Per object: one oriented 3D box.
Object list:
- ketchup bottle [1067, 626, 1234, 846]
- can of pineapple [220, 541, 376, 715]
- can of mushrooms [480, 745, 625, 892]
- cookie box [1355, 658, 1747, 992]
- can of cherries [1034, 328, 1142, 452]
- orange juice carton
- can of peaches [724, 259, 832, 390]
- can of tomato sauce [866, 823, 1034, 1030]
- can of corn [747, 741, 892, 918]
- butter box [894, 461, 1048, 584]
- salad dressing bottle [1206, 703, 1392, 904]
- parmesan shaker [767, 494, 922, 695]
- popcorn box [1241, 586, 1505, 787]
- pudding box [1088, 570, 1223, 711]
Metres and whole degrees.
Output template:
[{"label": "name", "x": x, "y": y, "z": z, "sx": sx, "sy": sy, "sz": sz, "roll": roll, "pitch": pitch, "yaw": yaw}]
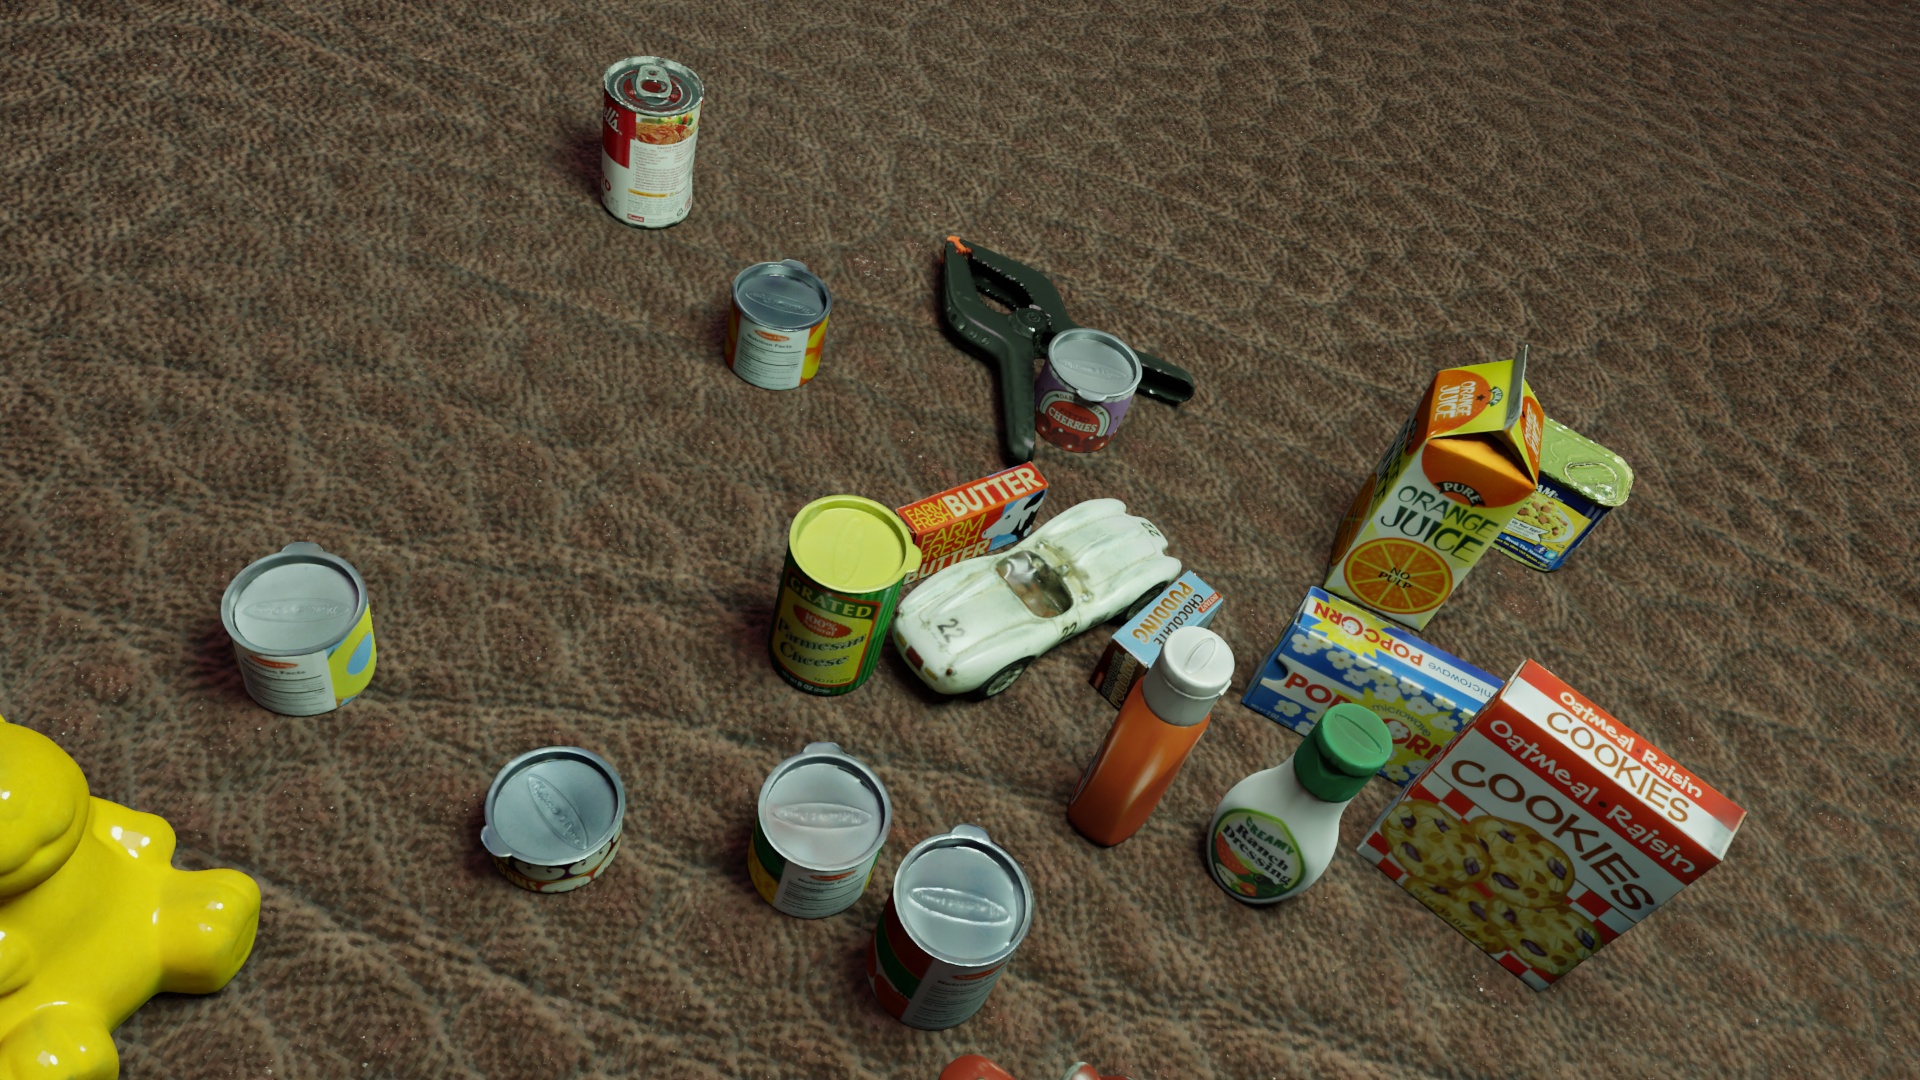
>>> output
[{"label": "ketchup bottle", "x": 0.102, "y": 0.102, "z": 0.732, "sx": 0.043, "sy": 0.148, "sz": 0.065, "roll": 35, "pitch": 50, "yaw": 14}, {"label": "can of pineapple", "x": -0.336, "y": 0.046, "z": 0.711, "sx": 0.071, "sy": 0.057, "sz": 0.071, "roll": 8, "pitch": 49, "yaw": -10}, {"label": "can of mushrooms", "x": -0.203, "y": 0.139, "z": 0.688, "sx": 0.071, "sy": 0.033, "sz": 0.071, "roll": 8, "pitch": 49, "yaw": -10}, {"label": "cookie box", "x": 0.304, "y": 0.154, "z": 0.736, "sx": 0.123, "sy": 0.166, "sz": 0.040, "roll": 38, "pitch": 51, "yaw": 16}, {"label": "can of cherries", "x": 0.084, "y": -0.102, "z": 0.959, "sx": 0.071, "sy": 0.058, "sz": 0.072, "roll": 8, "pitch": 49, "yaw": -10}, {"label": "orange juice carton", "x": 0.307, "y": -0.035, "z": 0.879, "sx": 0.073, "sy": 0.191, "sz": 0.072, "roll": 24, "pitch": 49, "yaw": 4}, {"label": "can of peaches", "x": -0.123, "y": -0.145, "z": 0.935, "sx": 0.071, "sy": 0.057, "sz": 0.071, "roll": 8, "pitch": 49, "yaw": -10}, {"label": "can of tomato sauce", "x": -0.007, "y": 0.188, "z": 0.672, "sx": 0.071, "sy": 0.082, "sz": 0.071, "roll": 8, "pitch": 49, "yaw": -10}, {"label": "can of corn", "x": -0.072, "y": 0.147, "z": 0.703, "sx": 0.071, "sy": 0.058, "sz": 0.071, "roll": 8, "pitch": 49, "yaw": -10}, {"label": "butter box", "x": 0.003, "y": -0.011, "z": 0.862, "sx": 0.104, "sy": 0.052, "sz": 0.024, "roll": -21, "pitch": 59, "yaw": -30}, {"label": "salad dressing bottle", "x": 0.176, "y": 0.138, "z": 0.725, "sx": 0.064, "sy": 0.146, "sz": 0.044, "roll": 40, "pitch": 52, "yaw": 18}, {"label": "parmesan shaker", "x": -0.066, "y": 0.034, "z": 0.771, "sx": 0.071, "sy": 0.102, "sz": 0.072, "roll": 8, "pitch": 49, "yaw": -10}, {"label": "popcorn box", "x": 0.244, "y": 0.091, "z": 0.826, "sx": 0.127, "sy": 0.084, "sz": 0.038, "roll": 27, "pitch": 49, "yaw": 7}, {"label": "pudding box", "x": 0.119, "y": 0.060, "z": 0.839, "sx": 0.030, "sy": 0.049, "sz": 0.084, "roll": 41, "pitch": 52, "yaw": 18}]
